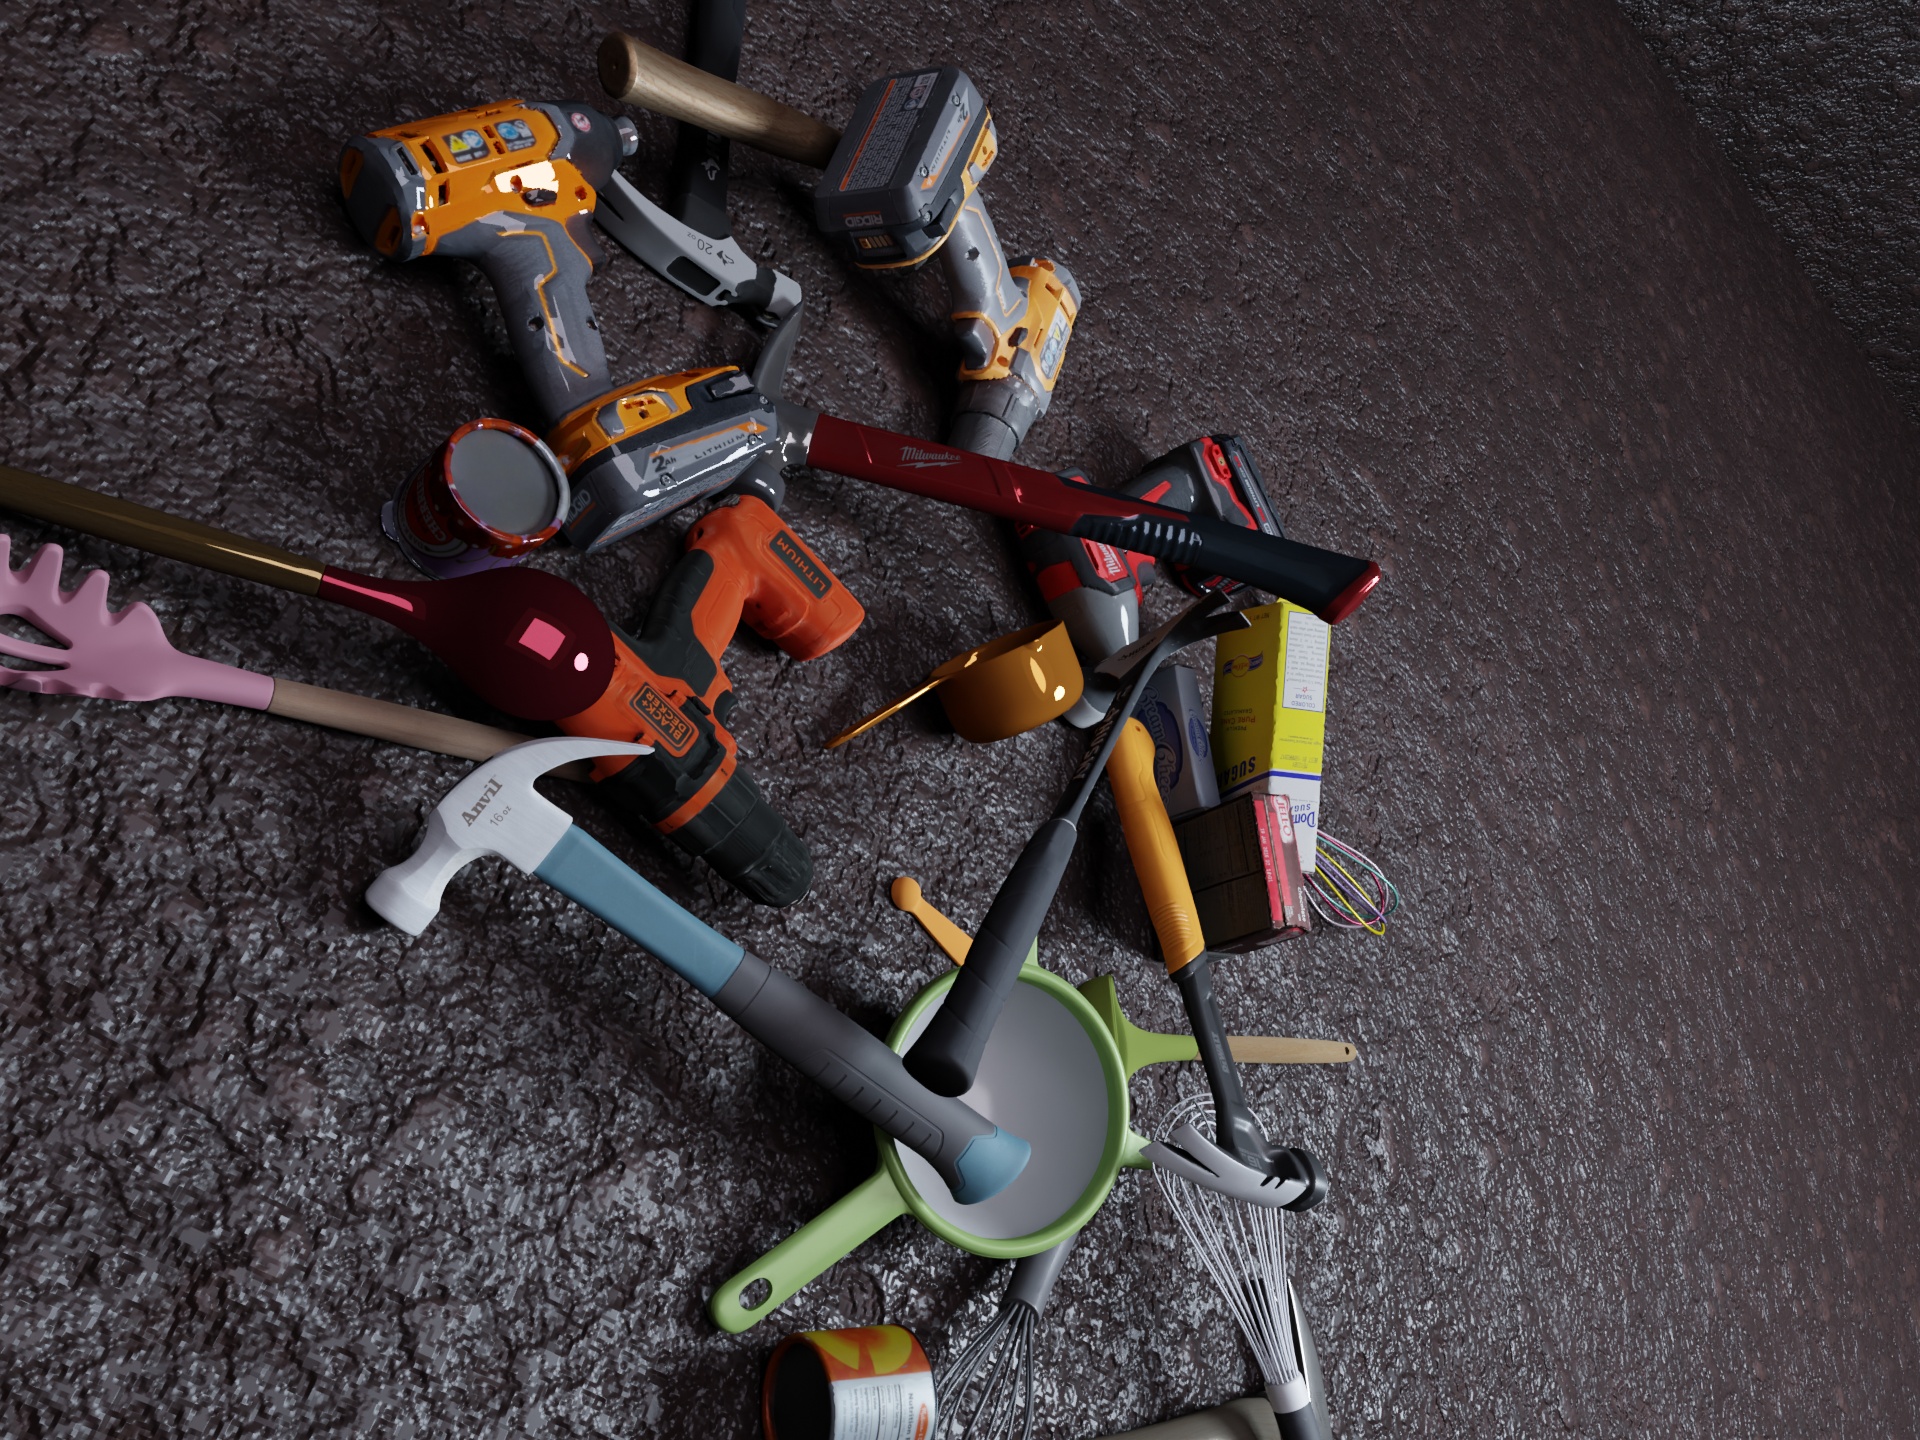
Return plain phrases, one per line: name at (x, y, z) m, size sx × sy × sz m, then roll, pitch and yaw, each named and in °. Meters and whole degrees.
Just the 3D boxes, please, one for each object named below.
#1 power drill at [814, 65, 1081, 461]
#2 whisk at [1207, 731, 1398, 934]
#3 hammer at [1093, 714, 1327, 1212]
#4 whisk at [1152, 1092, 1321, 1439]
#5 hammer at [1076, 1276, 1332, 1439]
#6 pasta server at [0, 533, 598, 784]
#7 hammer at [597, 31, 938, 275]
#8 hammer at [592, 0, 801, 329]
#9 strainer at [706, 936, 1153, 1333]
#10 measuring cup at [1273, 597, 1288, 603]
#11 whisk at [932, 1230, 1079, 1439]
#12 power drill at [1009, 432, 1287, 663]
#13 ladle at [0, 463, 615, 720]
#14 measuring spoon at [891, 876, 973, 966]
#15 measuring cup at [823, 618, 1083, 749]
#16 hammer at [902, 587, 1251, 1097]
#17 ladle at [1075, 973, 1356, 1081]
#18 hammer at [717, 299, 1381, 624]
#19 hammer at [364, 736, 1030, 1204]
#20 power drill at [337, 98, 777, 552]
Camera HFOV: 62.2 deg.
power drill at (-0.004, -0.266, 1.006) m, size 0.226 × 0.084 × 0.185 m, roll 51°, pitch 52°, yaw -49°
whisk at (0.233, 0.075, 1.149) m, size 0.244 × 0.051 × 0.047 m, roll 42°, pitch 53°, yaw -18°
hammer at (0.125, 0.124, 0.951) m, size 0.127 × 0.034 × 0.337 m, roll 28°, pitch 35°, yaw -36°
whisk at (0.176, 0.354, 0.915) m, size 0.070 × 0.070 × 0.285 m, roll -12°, pitch 83°, yaw -46°
hammer at (0.062, 0.393, 0.847) m, size 0.410 × 0.038 × 0.146 m, roll 10°, pitch 64°, yaw -41°
pasta server at (-0.274, -0.008, 0.700) m, size 0.316 × 0.040 × 0.060 m, roll 17°, pitch 55°, yaw -40°
hammer at (-0.098, -0.357, 0.980) m, size 0.331 × 0.031 × 0.130 m, roll -9°, pitch 82°, yaw -59°
hammer at (-0.158, -0.410, 0.994) m, size 0.146 × 0.035 × 0.335 m, roll 21°, pitch 58°, yaw -37°
strainer at (-0.029, 0.230, 0.824) m, size 0.256 × 0.069 × 0.151 m, roll -30°, pitch 91°, yaw -29°
measuring cup at (0.241, -0.106, 1.256) m, size 0.062 × 0.029 × 0.157 m, roll 10°, pitch 54°, yaw -41°
whisk at (0.032, 0.306, 0.829) m, size 0.055 × 0.055 × 0.239 m, roll 54°, pitch 32°, yaw -11°
power drill at (0.135, -0.119, 1.119) m, size 0.219 × 0.078 × 0.143 m, roll -23°, pitch 89°, yaw -44°
ladle at (-0.295, -0.067, 0.668) m, size 0.315 × 0.031 × 0.069 m, roll 17°, pitch 70°, yaw -22°
measuring spoon at (0.002, 0.131, 0.923) m, size 0.116 × 0.011 × 0.021 m, roll 46°, pitch 47°, yaw -19°
measuring cup at (-0.001, -0.003, 0.943) m, size 0.173 × 0.095 × 0.052 m, roll -30°, pitch 101°, yaw -28°
hammer at (0.060, 0.054, 0.867) m, size 0.036 × 0.149 × 0.409 m, roll 47°, pitch 37°, yaw -11°
ladle at (0.173, 0.210, 1.023) m, size 0.320 × 0.062 × 0.078 m, roll 13°, pitch 66°, yaw -43°
hammer at (0.061, -0.140, 0.943) m, size 0.386 × 0.038 × 0.143 m, roll 14°, pitch 61°, yaw -4°
hammer at (-0.100, 0.128, 0.745) m, size 0.330 × 0.033 × 0.128 m, roll 40°, pitch 81°, yaw -16°
power drill at (-0.193, -0.219, 0.831) m, size 0.164 × 0.084 × 0.226 m, roll -34°, pitch 94°, yaw -37°
